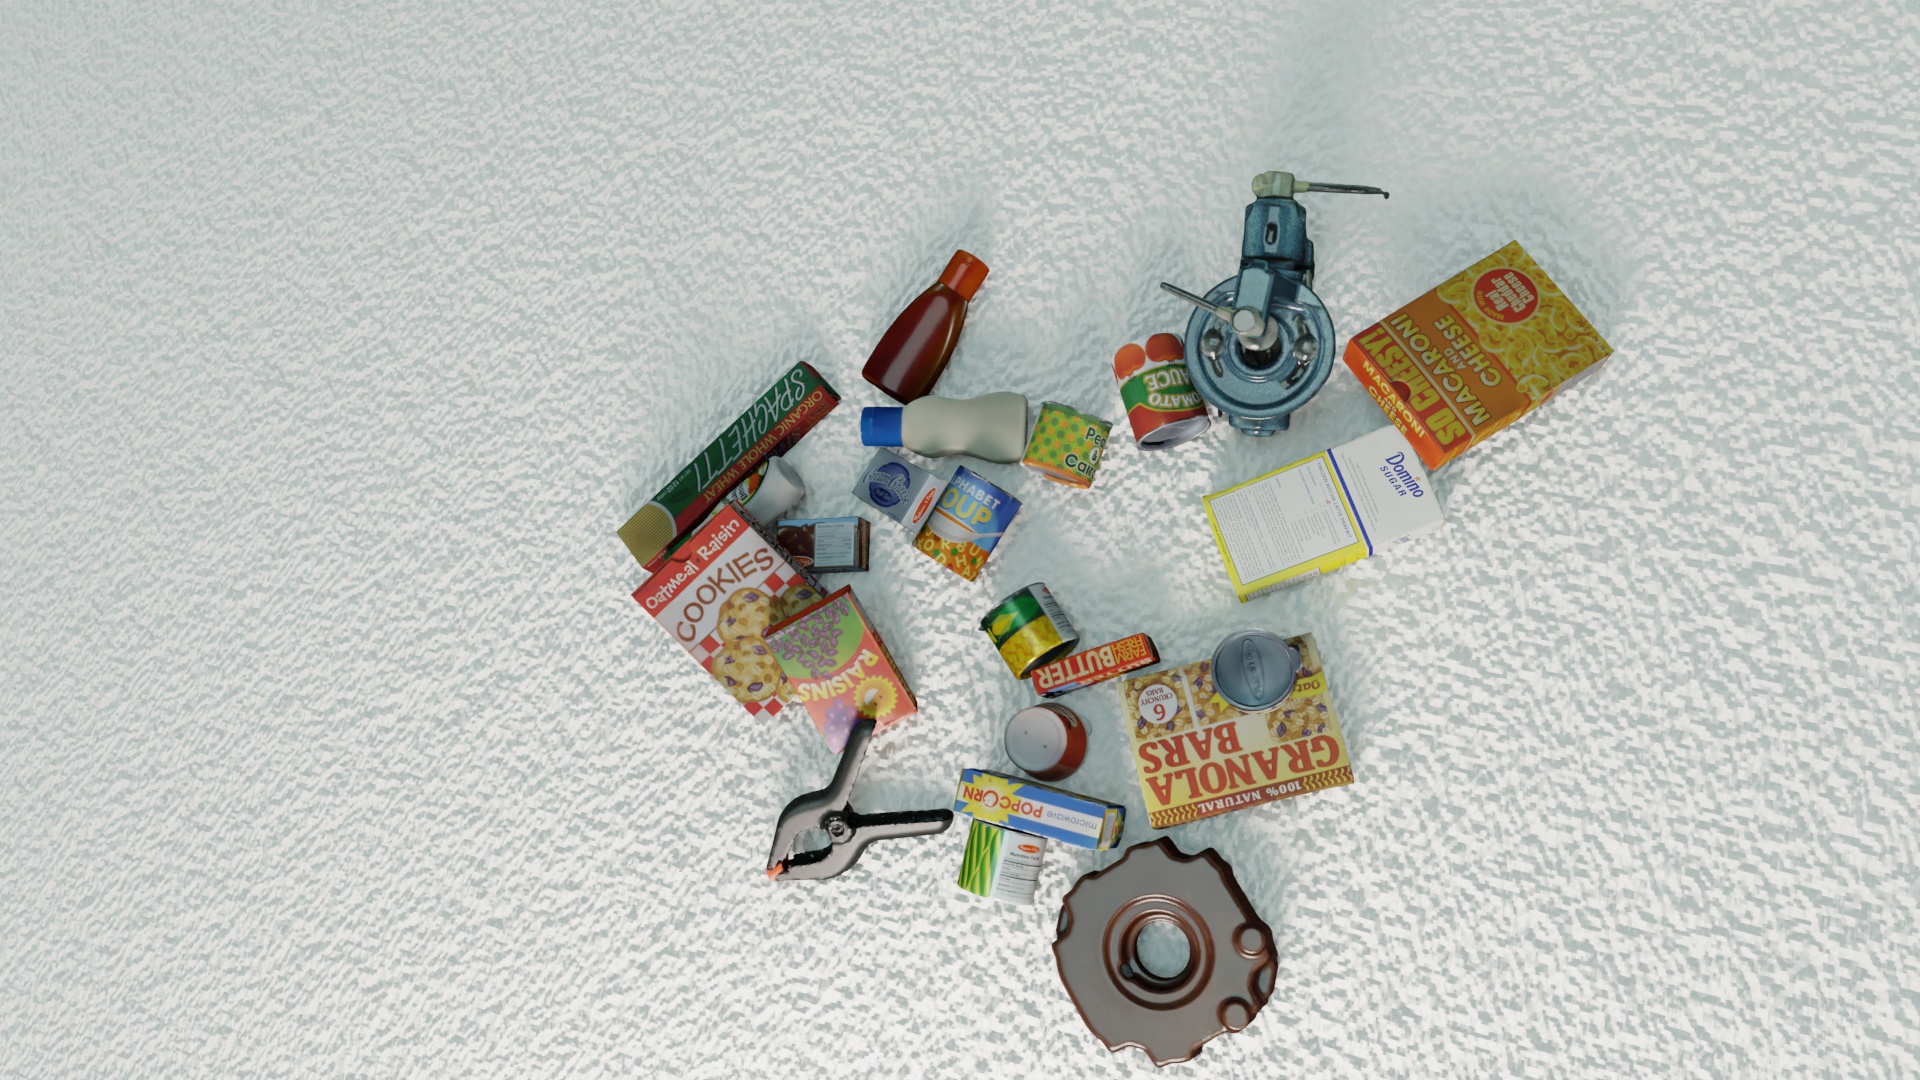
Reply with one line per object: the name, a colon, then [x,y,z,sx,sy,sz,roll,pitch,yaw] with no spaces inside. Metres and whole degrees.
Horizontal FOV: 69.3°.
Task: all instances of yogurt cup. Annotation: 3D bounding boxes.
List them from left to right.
yogurt cup: [0.070,0.169,1.173,0.072,0.054,0.072,-3,78,17]

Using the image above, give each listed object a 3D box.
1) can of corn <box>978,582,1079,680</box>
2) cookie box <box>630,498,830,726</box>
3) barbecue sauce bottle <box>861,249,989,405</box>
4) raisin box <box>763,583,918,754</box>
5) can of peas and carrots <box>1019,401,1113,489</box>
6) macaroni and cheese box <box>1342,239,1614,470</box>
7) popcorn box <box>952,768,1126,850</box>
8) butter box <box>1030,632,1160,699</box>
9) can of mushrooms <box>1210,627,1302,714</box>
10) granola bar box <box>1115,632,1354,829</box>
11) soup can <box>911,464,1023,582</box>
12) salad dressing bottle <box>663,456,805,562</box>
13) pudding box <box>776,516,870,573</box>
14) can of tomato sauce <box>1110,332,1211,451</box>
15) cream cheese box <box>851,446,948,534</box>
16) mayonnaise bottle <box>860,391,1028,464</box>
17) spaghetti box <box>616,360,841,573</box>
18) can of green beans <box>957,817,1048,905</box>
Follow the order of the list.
can of corn: [0.058,0.080,1.189,0.071,0.071,0.058,-36,72,8]
cookie box: [-0.190,0.064,1.245,0.123,0.040,0.167,-43,97,5]
barbecue sauce bottle: [-0.027,-0.198,1.285,0.065,0.043,0.148,32,89,12]
raisin box: [-0.103,0.113,1.215,0.086,0.040,0.123,-29,100,2]
can of peas and carrots: [0.094,-0.082,1.211,0.071,0.071,0.059,19,86,20]
macaroni and cheese box: [0.415,-0.151,1.120,0.167,0.040,0.124,-31,71,-7]
popcorn box: [0.067,0.222,1.146,0.127,0.085,0.038,12,84,19]
butter box: [0.115,0.106,1.173,0.103,0.053,0.024,-20,76,12]
can of mushrooms: [0.237,0.104,1.104,0.071,0.033,0.071,-4,76,16]
granola bar box: [0.224,0.157,1.137,0.165,0.039,0.124,-16,74,13]
soup can: [0.004,-0.015,1.222,0.071,0.071,0.084,32,90,20]
salad dressing bottle: [-0.213,-0.017,1.299,0.147,0.044,0.064,-39,26,13]
pudding box: [-0.127,0.005,1.280,0.083,0.030,0.050,-3,79,17]
can of tomato sauce: [0.172,-0.128,1.195,0.071,0.071,0.083,-19,74,13]
cream cheese box: [-0.055,-0.046,1.244,0.053,0.024,0.104,-58,34,-1]
mayonnaise bottle: [-0.014,-0.102,1.248,0.148,0.041,0.065,1,85,6]
spaghetti box: [-0.222,-0.070,1.326,0.250,0.028,0.050,-42,71,5]
can of green beans: [0.035,0.267,1.157,0.071,0.071,0.058,12,84,19]
